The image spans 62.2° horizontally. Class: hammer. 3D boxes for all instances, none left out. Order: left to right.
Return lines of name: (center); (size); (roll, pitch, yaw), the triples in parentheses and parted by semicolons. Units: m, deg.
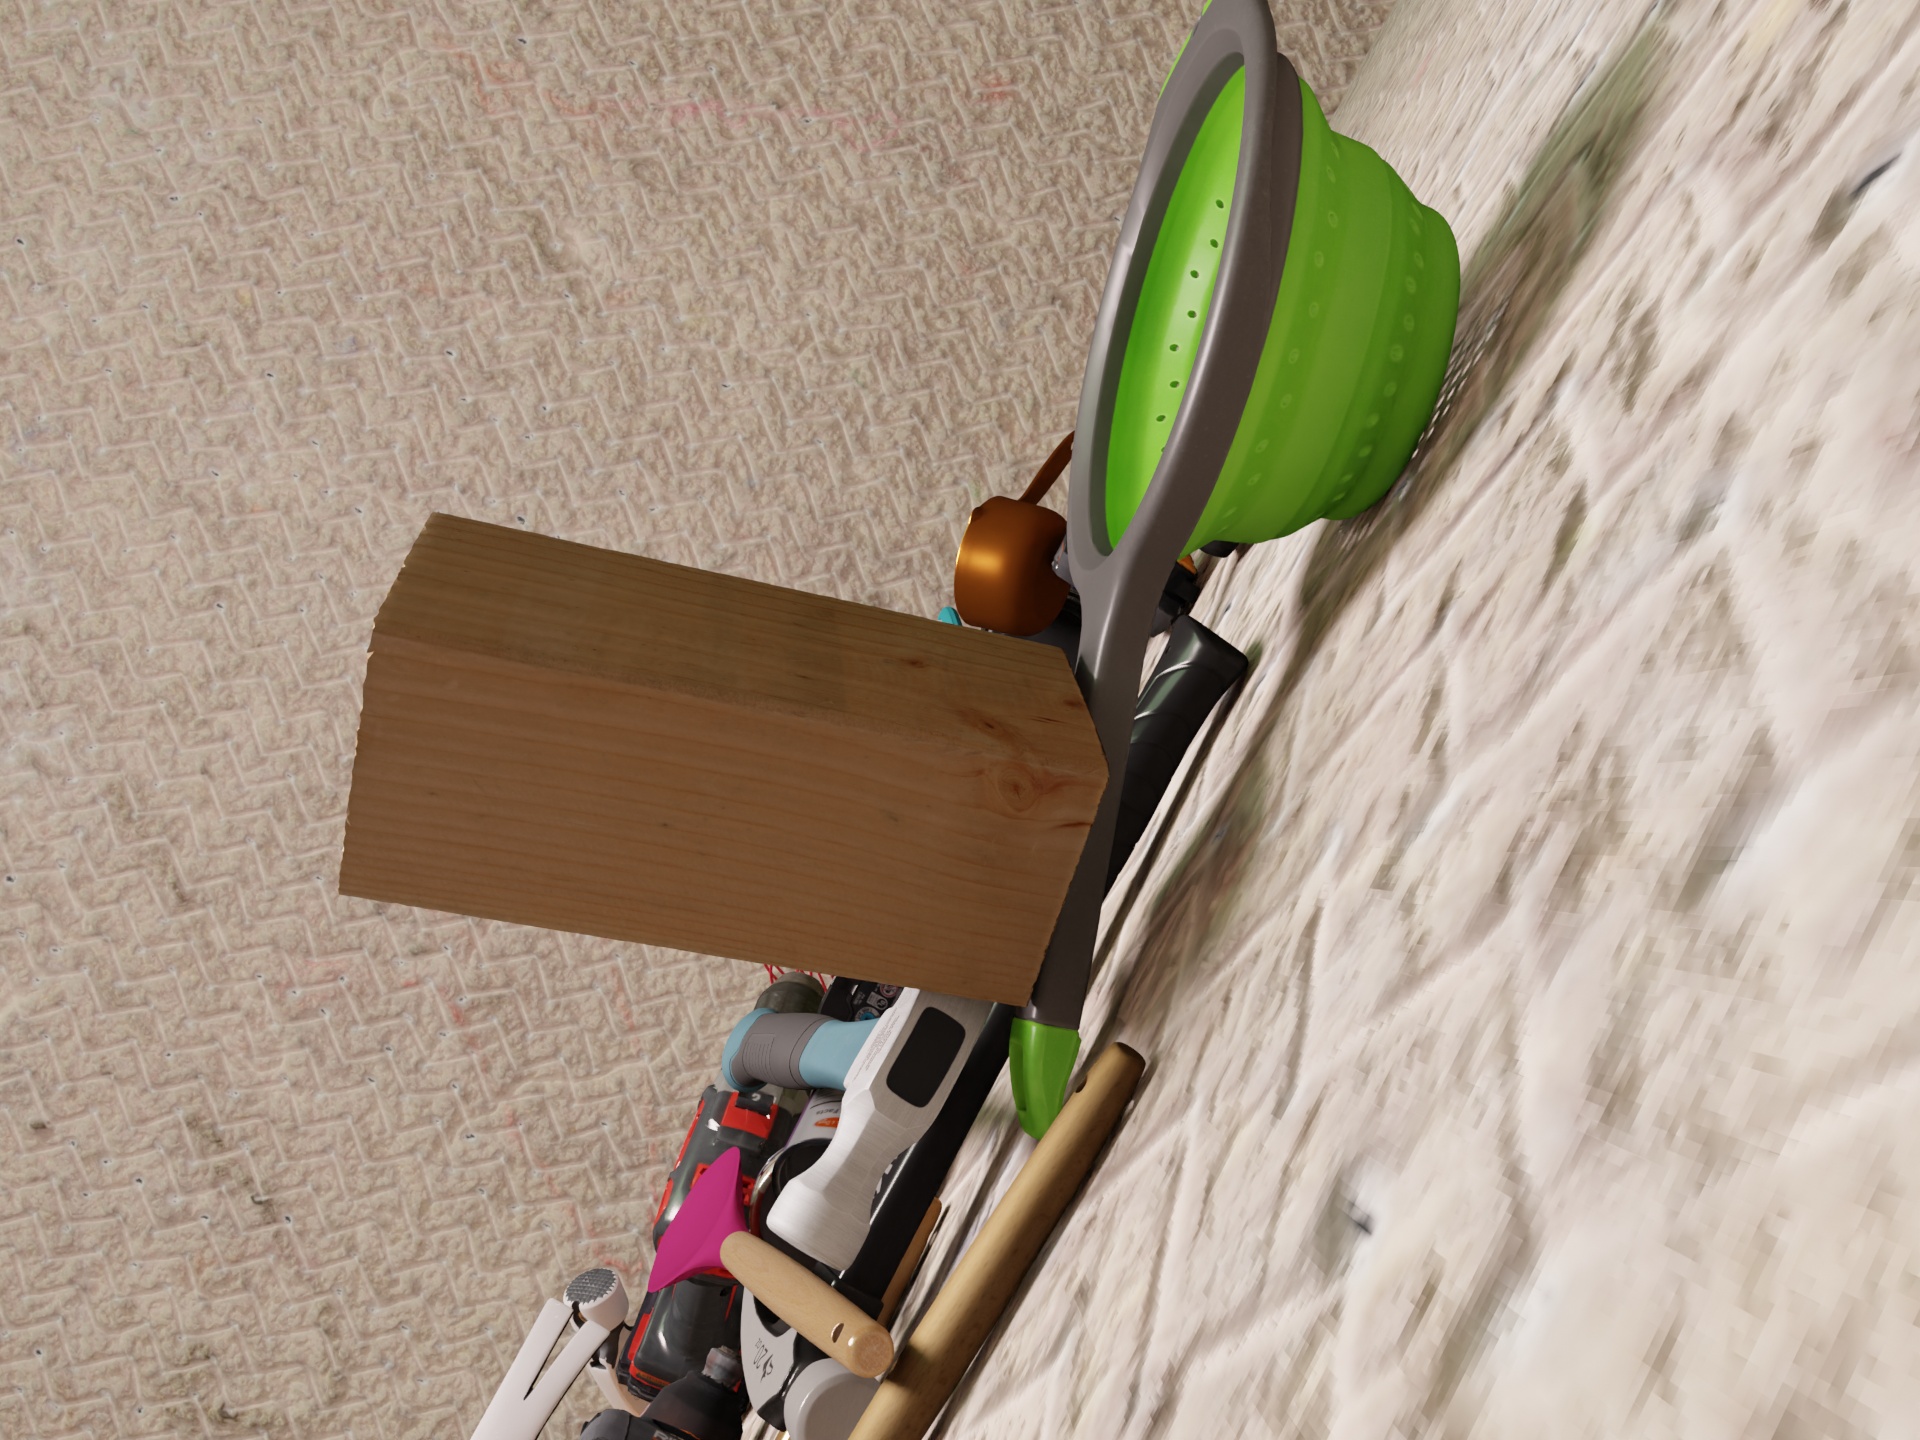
hammer: (-0.191, 0.394, 0.852); (0.127, 0.034, 0.336); (-62, -16, -21)
hammer: (-0.135, 0.328, 1.140); (0.409, 0.036, 0.149); (-48, -51, -55)
hammer: (-0.058, 0.136, 0.644); (0.128, 0.033, 0.331); (-58, 8, -18)
hammer: (0.018, 0.102, 0.598); (0.335, 0.035, 0.146); (-59, 11, -15)

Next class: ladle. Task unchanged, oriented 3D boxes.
ladle: (-0.033, 0.224, 0.450); (0.315, 0.031, 0.069); (-59, 1, 7)

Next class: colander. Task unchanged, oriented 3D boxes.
colander: (0.093, -0.053, 0.541); (0.204, 0.094, 0.397); (143, 139, -78)

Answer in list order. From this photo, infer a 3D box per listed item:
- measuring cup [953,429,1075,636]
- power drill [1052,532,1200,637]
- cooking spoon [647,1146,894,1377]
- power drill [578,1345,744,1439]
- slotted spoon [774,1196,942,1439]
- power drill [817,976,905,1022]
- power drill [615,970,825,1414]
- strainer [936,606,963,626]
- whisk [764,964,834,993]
measuring cup: (0.059, -0.129, 1.054); (0.174, 0.052, 0.095); (-57, -30, -28)
power drill: (0.146, -0.162, 0.929); (0.226, 0.084, 0.185); (-57, 3, 7)
cooking spoon: (-0.076, 0.199, 0.582); (0.069, 0.017, 0.319); (-58, 11, -18)
power drill: (-0.143, 0.361, 0.711); (0.164, 0.084, 0.226); (-62, -3, -22)
slotted spoon: (-0.086, 0.315, 0.577); (0.314, 0.031, 0.070); (-60, 1, -21)
power drill: (-0.014, 0.128, 0.922); (0.171, 0.080, 0.223); (-62, -2, -5)
power drill: (-0.128, 0.272, 0.913); (0.188, 0.080, 0.226); (-72, -2, -50)
strainer: (-0.033, 0.010, 1.120); (0.340, 0.095, 0.211); (92, 169, -75)
whisk: (-0.086, 0.201, 1.092); (0.295, 0.073, 0.073); (82, -149, -54)
